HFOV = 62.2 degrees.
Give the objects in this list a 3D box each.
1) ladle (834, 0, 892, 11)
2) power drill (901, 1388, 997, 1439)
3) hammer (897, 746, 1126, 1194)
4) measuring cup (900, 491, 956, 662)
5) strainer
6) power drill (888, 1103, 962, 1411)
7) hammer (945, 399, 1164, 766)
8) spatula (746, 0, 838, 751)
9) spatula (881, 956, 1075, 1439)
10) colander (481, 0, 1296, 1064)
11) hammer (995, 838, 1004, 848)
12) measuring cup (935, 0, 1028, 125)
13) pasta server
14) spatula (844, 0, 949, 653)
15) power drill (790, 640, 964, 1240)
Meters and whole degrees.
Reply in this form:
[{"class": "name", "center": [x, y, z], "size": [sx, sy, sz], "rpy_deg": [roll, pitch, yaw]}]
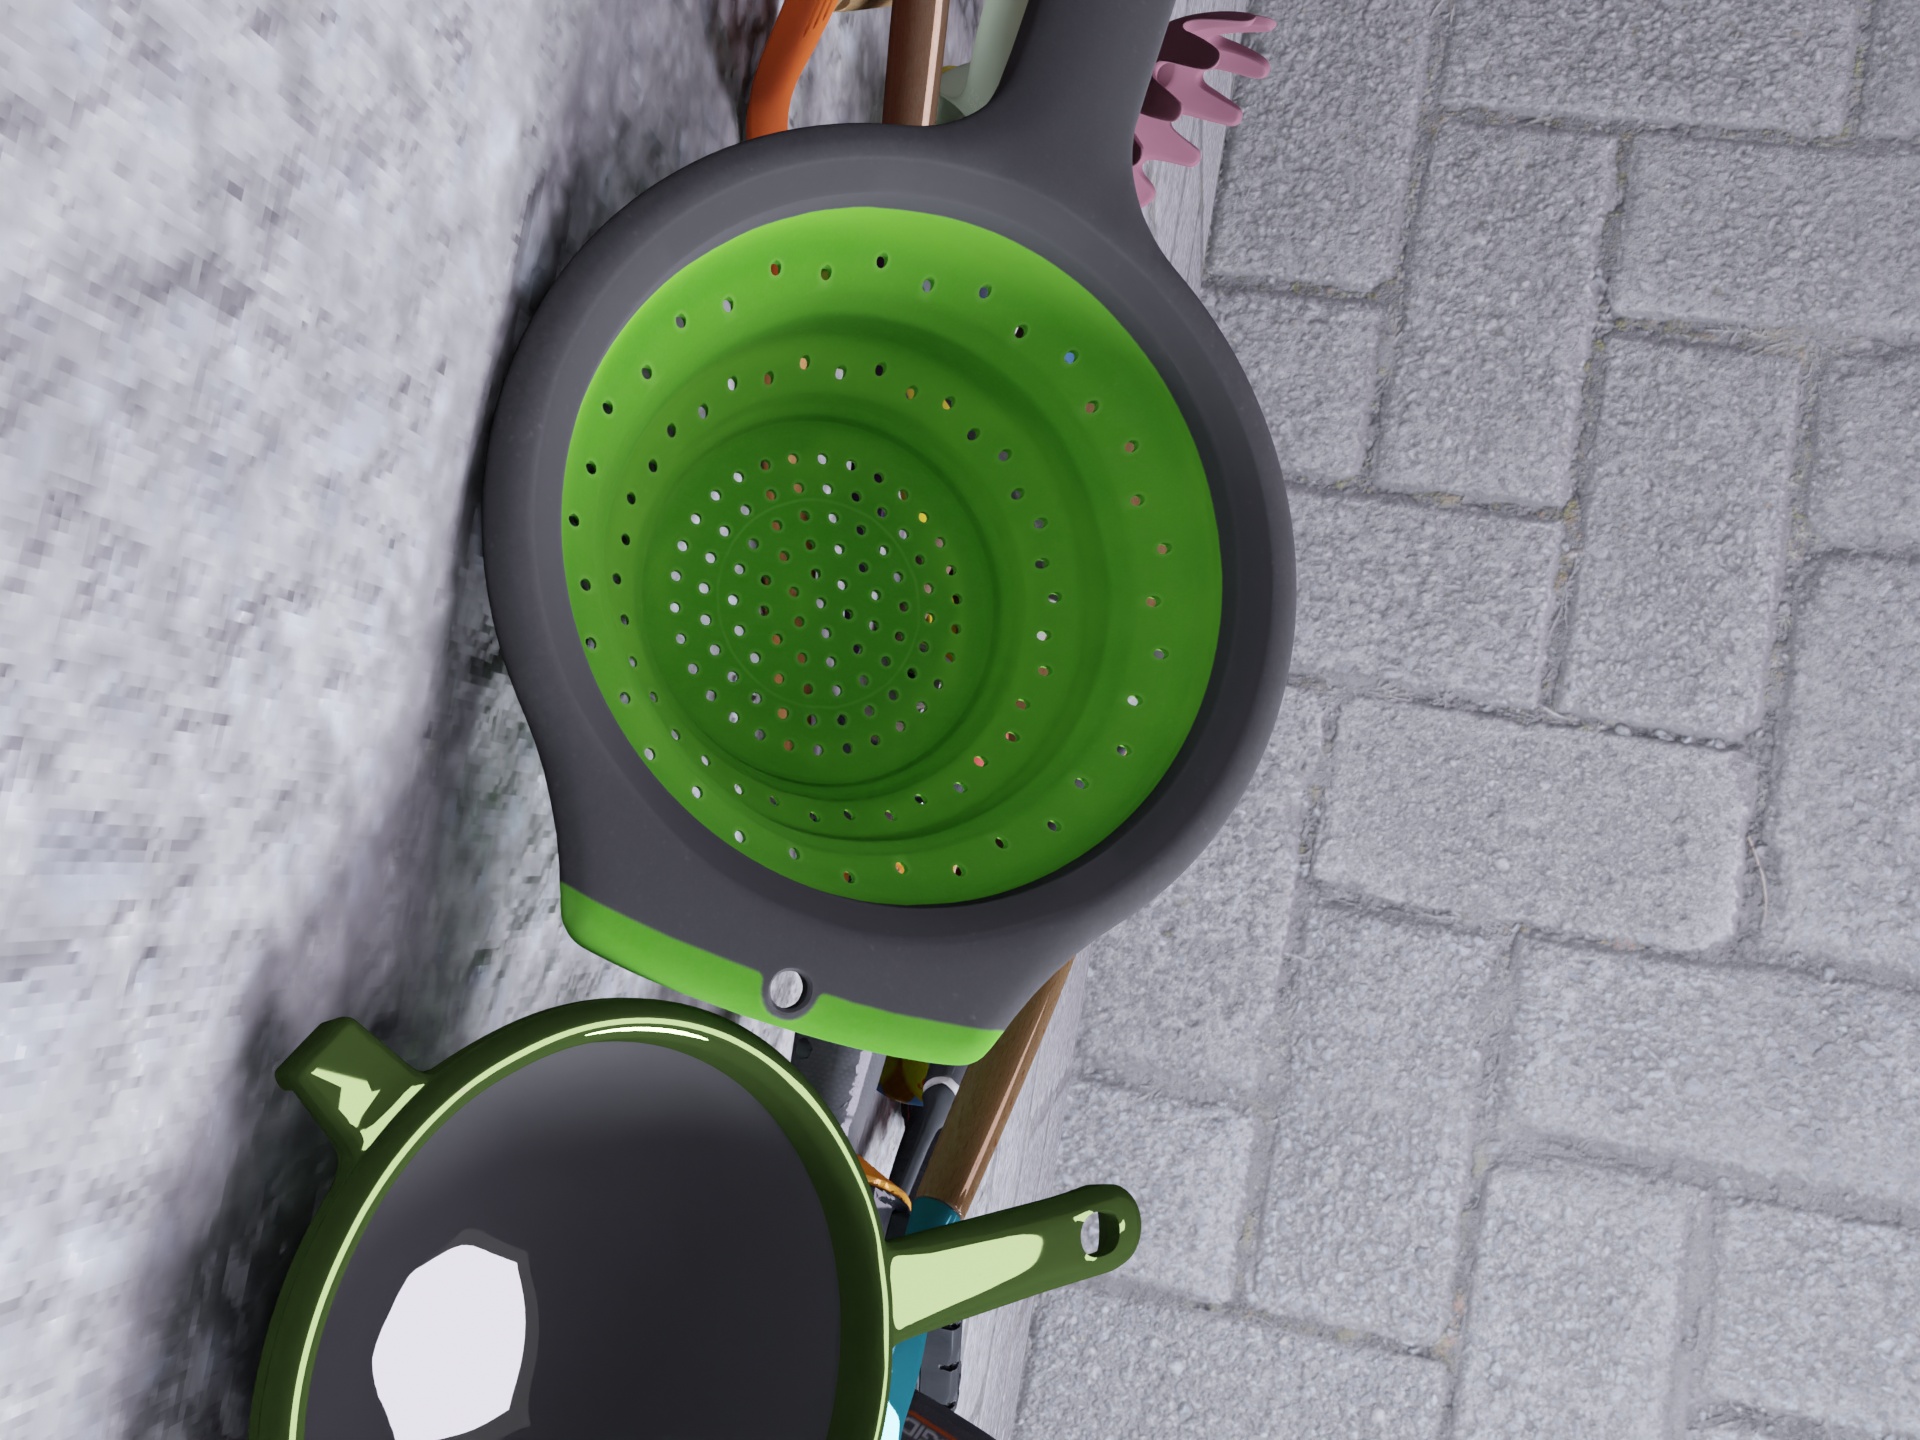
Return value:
[{"class": "ladle", "center": [0.024, -0.296, 0.596], "size": [0.062, 0.078, 0.320], "rpy_deg": [55, 40, -5]}, {"class": "power drill", "center": [-0.066, 0.391, 0.608], "size": [0.226, 0.084, 0.164], "rpy_deg": [-38, 141, -46]}, {"class": "hammer", "center": [-0.013, 0.188, 0.729], "size": [0.149, 0.036, 0.409], "rpy_deg": [0, 113, -83]}, {"class": "measuring cup", "center": [-0.027, -0.069, 0.710], "size": [0.062, 0.029, 0.156], "rpy_deg": [-72, 160, -44]}, {"class": "strainer", "center": [-0.054, 0.140, 0.380], "size": [0.256, 0.069, 0.151], "rpy_deg": [5, 77, -49]}, {"class": "power drill", "center": [-0.021, 0.273, 0.917], "size": [0.220, 0.078, 0.143], "rpy_deg": [-73, 168, -53]}, {"class": "hammer", "center": [-0.001, -0.002, 0.660], "size": [0.149, 0.036, 0.359], "rpy_deg": [63, -19, 18]}, {"class": "spatula", "center": [-0.045, -0.110, 0.504], "size": [0.081, 0.041, 0.322], "rpy_deg": [-76, 171, -56]}, {"class": "spatula", "center": [-0.007, 0.125, 0.485], "size": [0.082, 0.044, 0.318], "rpy_deg": [57, 43, -30]}, {"class": "colander", "center": [0.001, -0.114, 0.432], "size": [0.094, 0.204, 0.397], "rpy_deg": [-14, -124, 67]}, {"class": "hammer", "center": [0.053, -0.041, 0.936], "size": [0.146, 0.038, 0.411], "rpy_deg": [85, 15, -62]}, {"class": "measuring cup", "center": [0.021, -0.228, 0.572], "size": [0.038, 0.083, 0.167], "rpy_deg": [-34, 173, -17]}, {"class": "pasta server", "center": [0.027, -0.129, 0.626], "size": [0.060, 0.040, 0.316], "rpy_deg": [-30, 152, -56]}, {"class": "spatula", "center": [-0.018, -0.176, 0.503], "size": [0.060, 0.018, 0.316], "rpy_deg": [-125, -139, -71]}, {"class": "power drill", "center": [-0.039, 0.096, 0.558], "size": [0.185, 0.084, 0.226], "rpy_deg": [102, 0, -61]}]
